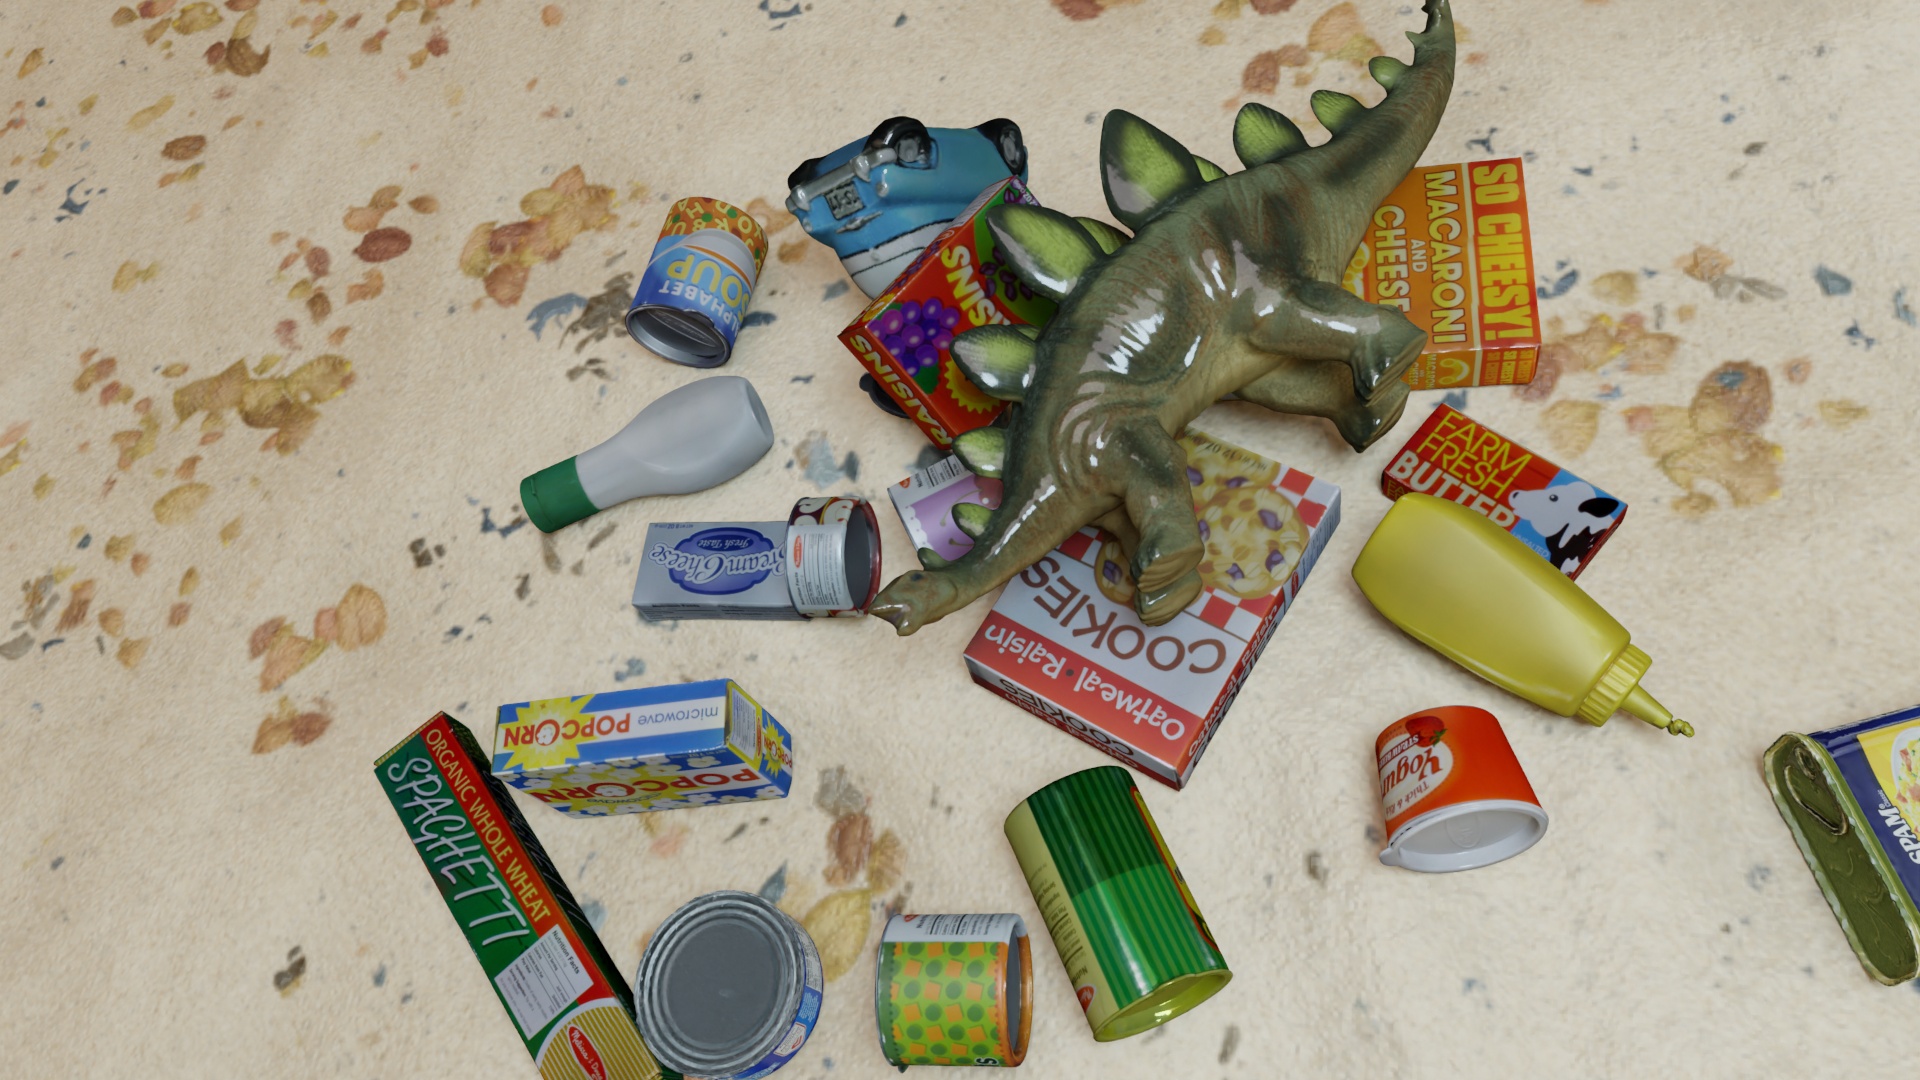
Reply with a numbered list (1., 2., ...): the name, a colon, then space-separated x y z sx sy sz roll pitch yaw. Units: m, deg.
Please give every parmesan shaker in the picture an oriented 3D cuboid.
1. parmesan shaker: 0.069 0.160 0.622 0.071 0.071 0.103 -26 59 2

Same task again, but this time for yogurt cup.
1. yogurt cup: 0.217 0.109 0.612 0.072 0.072 0.054 -12 53 10

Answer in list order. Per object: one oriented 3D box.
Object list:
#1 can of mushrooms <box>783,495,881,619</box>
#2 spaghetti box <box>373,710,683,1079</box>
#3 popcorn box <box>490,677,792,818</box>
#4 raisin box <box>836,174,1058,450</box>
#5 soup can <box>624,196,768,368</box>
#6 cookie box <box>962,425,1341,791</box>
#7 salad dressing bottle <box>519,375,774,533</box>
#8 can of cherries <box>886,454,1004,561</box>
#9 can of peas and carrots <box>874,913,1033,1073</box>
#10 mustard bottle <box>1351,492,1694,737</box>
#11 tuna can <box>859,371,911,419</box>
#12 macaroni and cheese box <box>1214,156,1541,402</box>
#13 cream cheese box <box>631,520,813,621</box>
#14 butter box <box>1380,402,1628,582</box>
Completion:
1. can of mushrooms: -0.067 0.008 0.744 0.033 0.071 0.071 -2 63 15
2. spaghetti box: -0.227 0.191 0.713 0.050 0.028 0.251 -40 60 -7
3. popcorn box: -0.159 0.107 0.705 0.127 0.085 0.038 -8 63 12
4. raisin box: 0.008 -0.120 0.735 0.124 0.086 0.040 -48 20 -19
5. soup can: -0.159 -0.159 0.853 0.071 0.071 0.084 6 65 19
6. cookie box: 0.098 0.024 0.703 0.123 0.040 0.168 26 72 25
7. salad dressing bottle: -0.185 -0.048 0.819 0.147 0.044 0.064 -22 62 5
8. can of cherries: 0.003 -0.009 0.734 0.058 0.071 0.072 -27 60 0
9. can of peas and carrots: -0.001 0.204 0.623 0.059 0.070 0.071 -4 63 13
10. mustard bottle: 0.260 0.041 0.638 0.160 0.049 0.065 39 111 25
11. tuna can: -0.022 -0.100 0.784 0.071 0.071 0.033 -10 60 11
12. macaroni and cheese box: 0.219 -0.141 0.754 0.166 0.040 0.124 -2 64 16
13. cream cheese box: -0.129 0.017 0.779 0.104 0.024 0.053 -1 65 16
14. butter box: 0.267 -0.021 0.687 0.104 0.024 0.053 36 77 28
